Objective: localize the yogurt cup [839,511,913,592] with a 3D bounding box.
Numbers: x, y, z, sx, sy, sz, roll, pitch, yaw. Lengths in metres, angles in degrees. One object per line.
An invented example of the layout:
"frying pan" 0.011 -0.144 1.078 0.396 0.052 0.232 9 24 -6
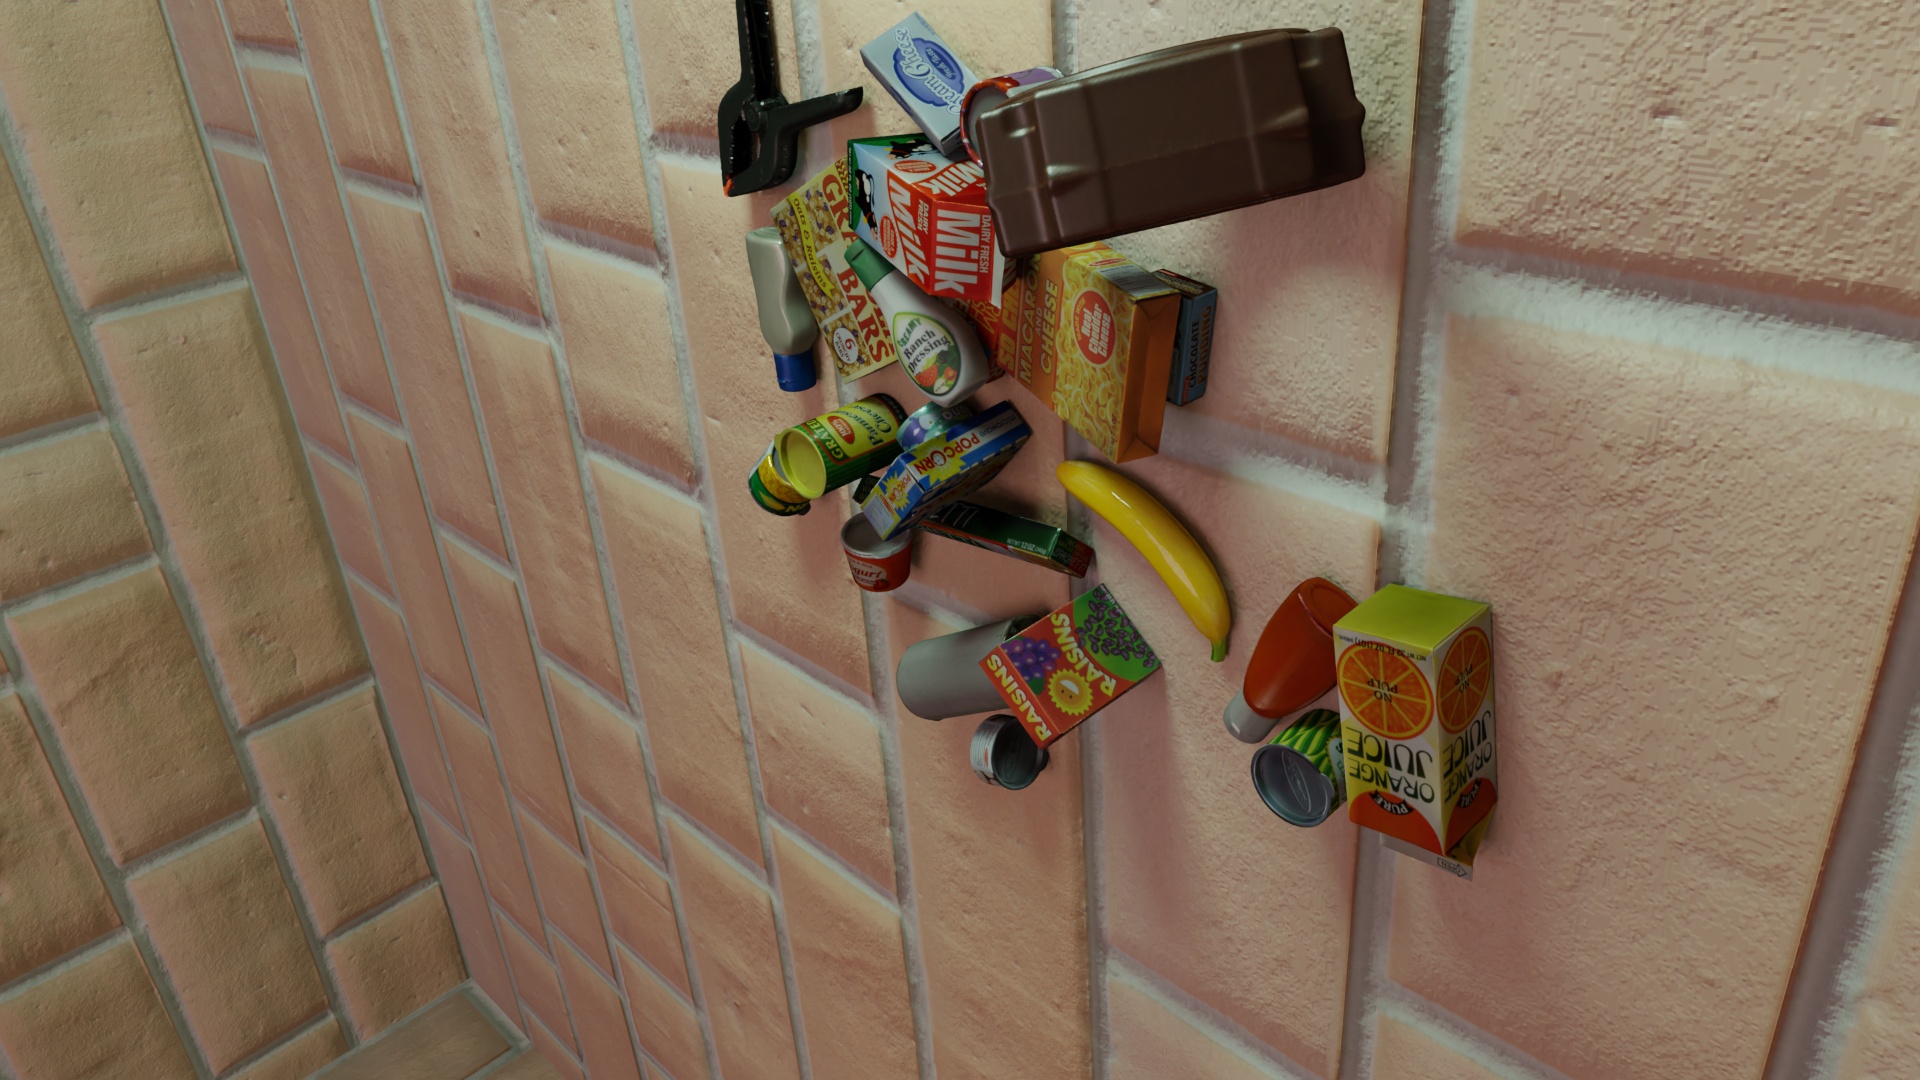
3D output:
"yogurt cup" -0.076 0.011 1.297 0.072 0.073 0.053 32 142 35

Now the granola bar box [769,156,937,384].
"granola bar box" -0.085 -0.228 1.178 0.124 0.039 0.165 -16 99 52

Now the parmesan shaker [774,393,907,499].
"parmesan shaker" -0.103 -0.087 1.233 0.071 0.103 0.071 28 131 37

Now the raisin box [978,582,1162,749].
"raisin box" 0.088 0.098 1.100 0.086 0.124 0.040 55 143 10

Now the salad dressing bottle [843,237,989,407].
"salad dressing bottle" -0.036 -0.176 1.095 0.064 0.044 0.147 -39 84 34

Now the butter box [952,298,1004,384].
"butter box" 0.020 -0.179 1.094 0.053 0.024 0.103 41 139 25

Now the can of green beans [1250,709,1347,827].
"can of green beans" 0.252 0.163 0.996 0.071 0.058 0.071 28 132 38

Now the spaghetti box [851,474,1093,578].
"spaghetti box" 0.004 -0.015 1.190 0.250 0.050 0.029 17 81 44

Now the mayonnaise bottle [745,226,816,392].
"mayonnaise bottle" -0.160 -0.211 1.279 0.065 0.041 0.147 23 129 43

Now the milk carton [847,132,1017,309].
"milk carton" -0.013 -0.236 1.013 0.191 0.074 0.072 48 144 48

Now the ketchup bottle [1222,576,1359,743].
"ketchup bottle" 0.233 0.093 0.988 0.065 0.044 0.148 48 141 20

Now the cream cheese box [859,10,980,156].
"cream cheese box" -0.022 -0.337 1.021 0.104 0.053 0.024 51 175 16

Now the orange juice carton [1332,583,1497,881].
"orange juice carton" 0.299 0.132 0.908 0.072 0.073 0.192 13 122 46

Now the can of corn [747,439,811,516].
"can of corn" -0.165 -0.063 1.355 0.071 0.071 0.058 57 143 7

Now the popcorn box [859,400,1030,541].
"popcorn box" -0.011 -0.057 1.121 0.038 0.127 0.084 53 143 8

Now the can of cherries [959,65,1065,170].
"can of cherries" 0.040 -0.292 0.970 0.071 0.058 0.071 28 131 37

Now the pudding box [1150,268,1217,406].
"pudding box" 0.146 -0.140 0.961 0.050 0.030 0.083 30 132 38

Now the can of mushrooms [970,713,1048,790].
"can of mushrooms" 0.044 0.192 1.263 0.033 0.071 0.071 0 112 50

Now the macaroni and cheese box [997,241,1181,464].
"macaroni and cheese box" 0.086 -0.147 0.984 0.167 0.040 0.123 47 143 47

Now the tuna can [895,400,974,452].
"tuna can" -0.018 -0.093 1.158 0.033 0.071 0.070 55 143 11
